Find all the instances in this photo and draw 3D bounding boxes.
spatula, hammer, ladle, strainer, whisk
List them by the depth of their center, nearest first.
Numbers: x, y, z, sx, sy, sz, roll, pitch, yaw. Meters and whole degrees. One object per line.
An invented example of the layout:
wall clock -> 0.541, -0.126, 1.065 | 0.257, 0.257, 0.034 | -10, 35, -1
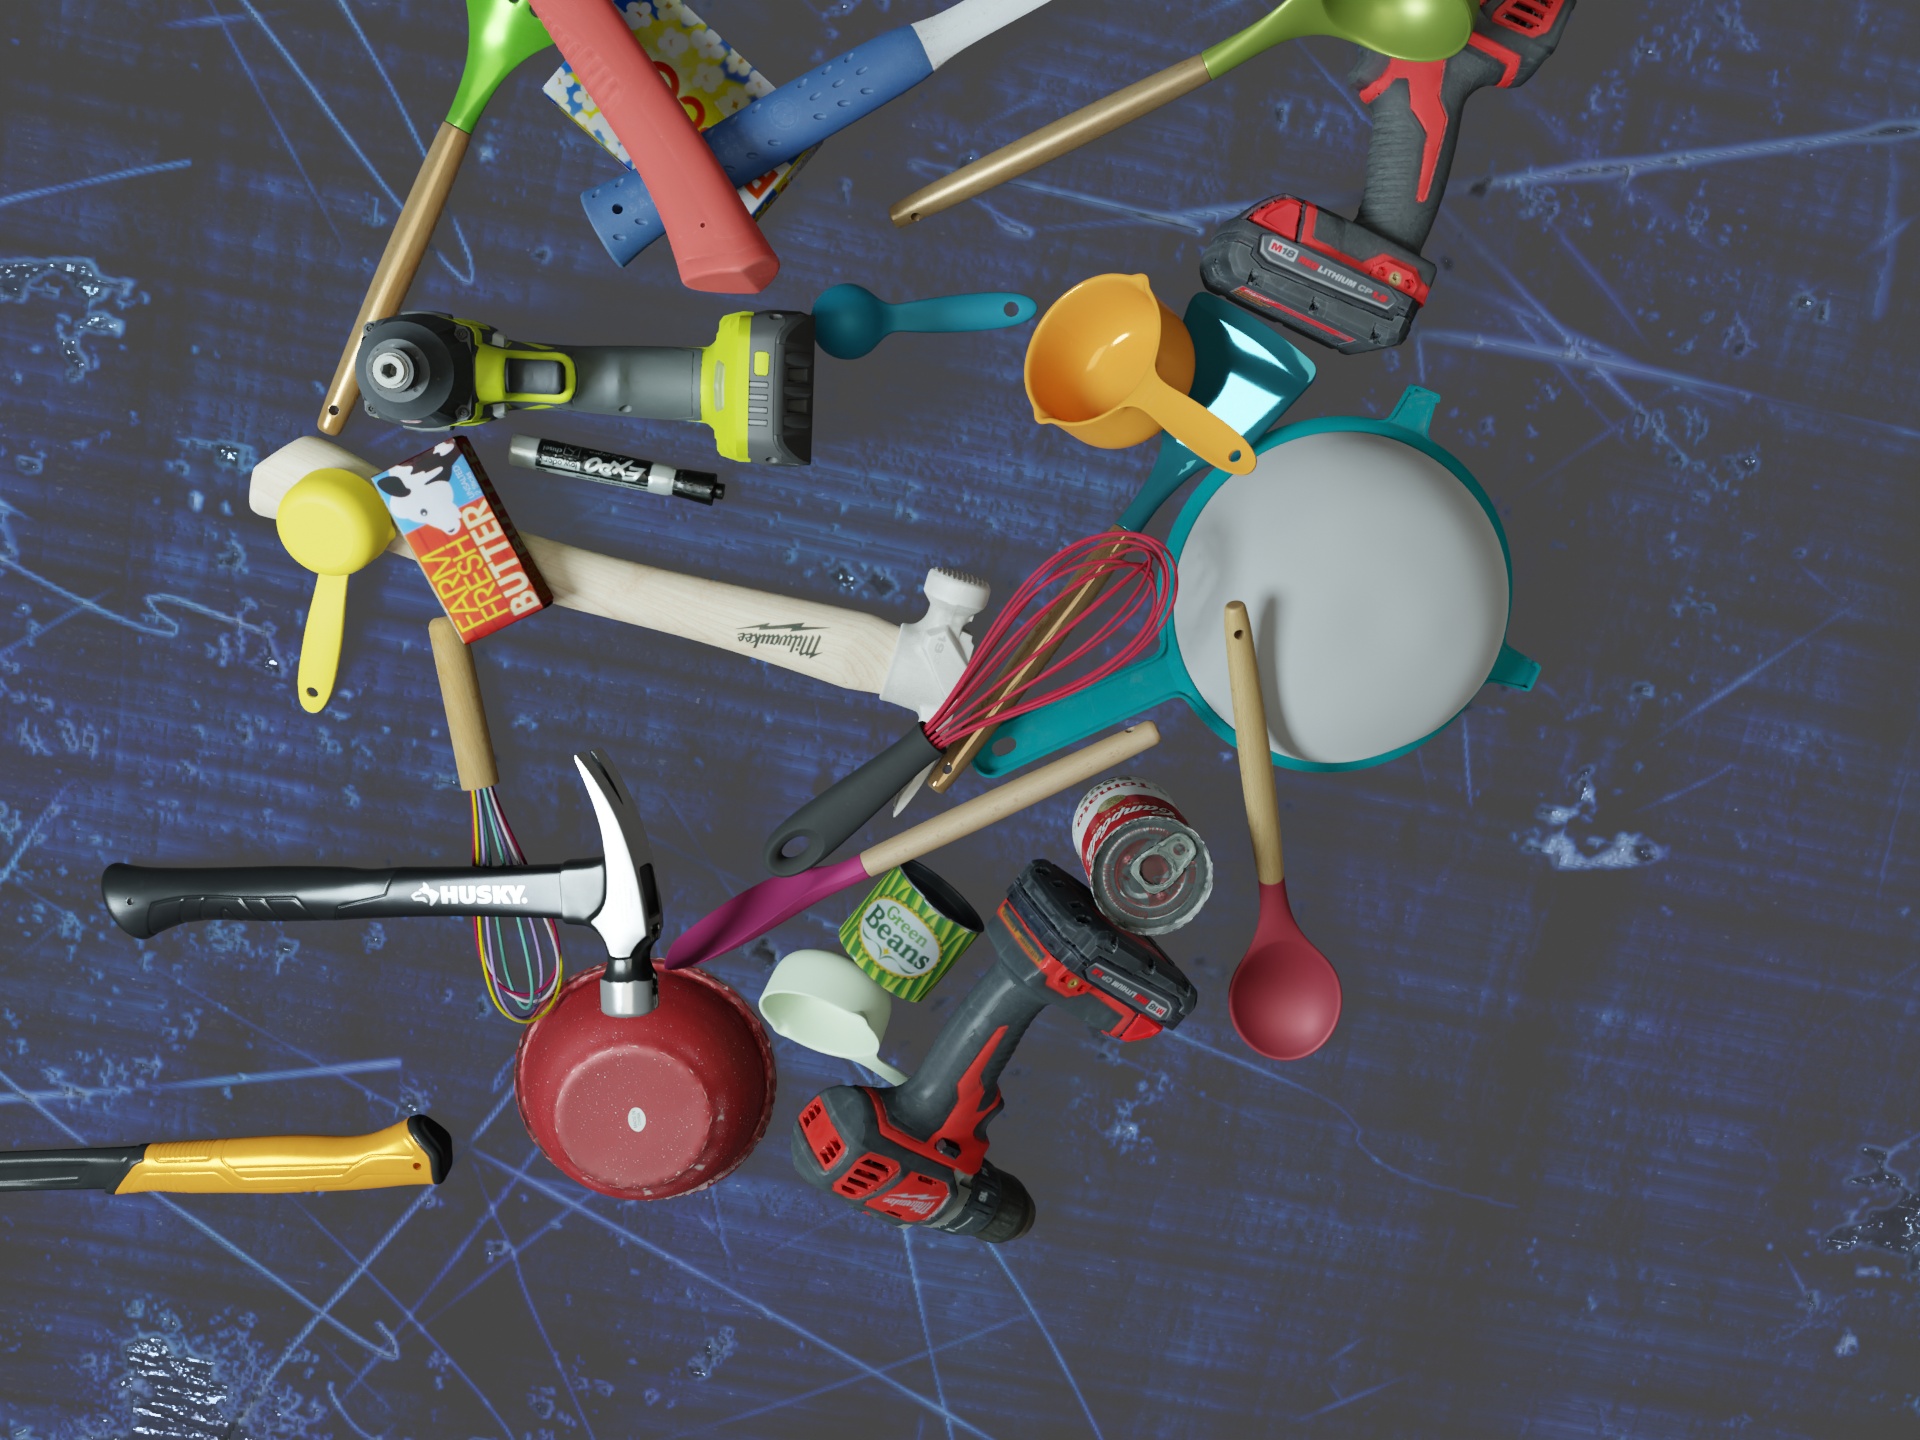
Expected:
hammer -> -0.191, -0.370, 0.798 | 0.149, 0.036, 0.359 | -34, 83, 5
hammer -> -0.013, -0.355, 0.816 | 0.405, 0.035, 0.144 | -28, 95, 4
ladle -> 0.104, -0.316, 0.818 | 0.320, 0.078, 0.062 | -19, 61, 22
whisk -> -0.001, -0.003, 0.881 | 0.296, 0.073, 0.073 | -39, 101, 17
strainer -> 0.164, -0.038, 0.899 | 0.340, 0.095, 0.211 | -24, 102, 1
spatula -> 0.076, -0.089, 0.902 | 0.082, 0.044, 0.317 | 36, 92, 8
hammer -> -0.333, 0.092, 0.903 | 0.335, 0.035, 0.146 | -1, 95, 11
hammer -> -0.198, -0.067, 0.909 | 0.410, 0.038, 0.146 | 16, 102, -5
ladle -> 0.174, 0.070, 0.912 | 0.069, 0.031, 0.315 | -11, 121, 4
whisk -> -0.274, 0.059, 0.933 | 0.047, 0.051, 0.245 | -13, 98, -21
hammer -> -0.481, 0.280, 0.968 | 0.337, 0.034, 0.127 | -2, 101, -2

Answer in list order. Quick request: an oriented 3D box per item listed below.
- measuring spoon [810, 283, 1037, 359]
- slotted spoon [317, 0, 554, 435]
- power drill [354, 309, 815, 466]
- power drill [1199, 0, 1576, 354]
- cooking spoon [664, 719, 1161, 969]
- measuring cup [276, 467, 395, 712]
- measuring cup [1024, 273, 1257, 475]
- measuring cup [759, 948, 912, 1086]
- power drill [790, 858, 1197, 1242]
measuring spoon -> -0.020, -0.227, 0.890 | 0.128, 0.021, 0.042 | -5, 102, 0
slotted spoon -> -0.281, -0.297, 0.864 | 0.070, 0.031, 0.313 | 27, 101, -10
power drill -> -0.188, -0.175, 0.821 | 0.223, 0.171, 0.080 | 1, 102, -6
power drill -> 0.220, -0.322, 0.856 | 0.143, 0.078, 0.219 | 23, 97, -7
cooking spoon -> -0.031, 0.073, 0.913 | 0.319, 0.069, 0.017 | -26, 109, 10
measuring cup -> -0.357, -0.065, 0.885 | 0.062, 0.029, 0.156 | 19, 118, -3
measuring cup -> 0.108, -0.168, 0.845 | 0.052, 0.174, 0.095 | 21, 110, -51
measuring cup -> -0.047, 0.191, 0.965 | 0.167, 0.038, 0.083 | 40, 142, -28
power drill -> 0.032, 0.210, 0.933 | 0.226, 0.080, 0.187 | -49, 130, 6
